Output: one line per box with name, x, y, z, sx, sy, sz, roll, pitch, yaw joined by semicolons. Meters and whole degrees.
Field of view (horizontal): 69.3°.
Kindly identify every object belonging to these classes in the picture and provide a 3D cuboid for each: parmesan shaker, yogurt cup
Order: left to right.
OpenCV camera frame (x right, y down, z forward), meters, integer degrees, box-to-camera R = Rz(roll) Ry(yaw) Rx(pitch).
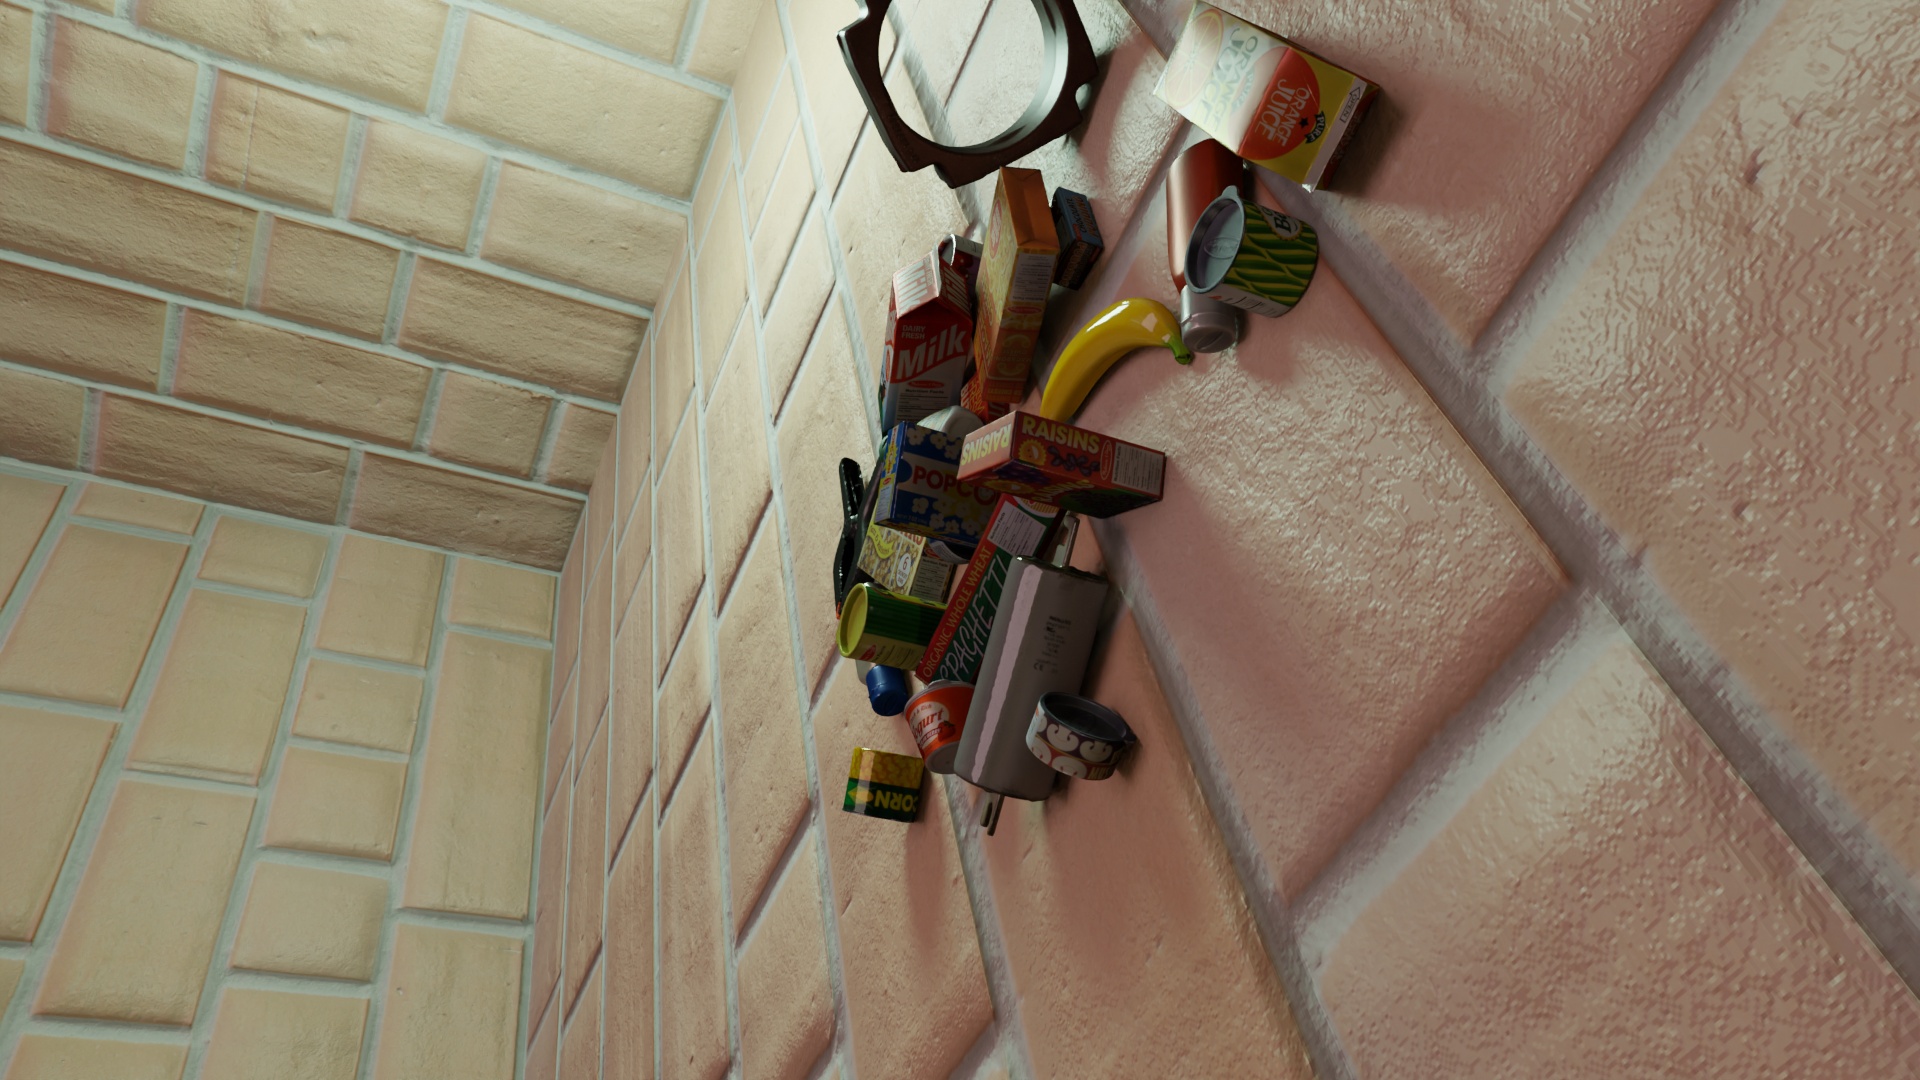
parmesan shaker;-0.050;0.082;1.235;0.071;0.103;0.071;-45;38;51
yogurt cup;-0.009;0.157;1.149;0.072;0.072;0.054;-56;38;40

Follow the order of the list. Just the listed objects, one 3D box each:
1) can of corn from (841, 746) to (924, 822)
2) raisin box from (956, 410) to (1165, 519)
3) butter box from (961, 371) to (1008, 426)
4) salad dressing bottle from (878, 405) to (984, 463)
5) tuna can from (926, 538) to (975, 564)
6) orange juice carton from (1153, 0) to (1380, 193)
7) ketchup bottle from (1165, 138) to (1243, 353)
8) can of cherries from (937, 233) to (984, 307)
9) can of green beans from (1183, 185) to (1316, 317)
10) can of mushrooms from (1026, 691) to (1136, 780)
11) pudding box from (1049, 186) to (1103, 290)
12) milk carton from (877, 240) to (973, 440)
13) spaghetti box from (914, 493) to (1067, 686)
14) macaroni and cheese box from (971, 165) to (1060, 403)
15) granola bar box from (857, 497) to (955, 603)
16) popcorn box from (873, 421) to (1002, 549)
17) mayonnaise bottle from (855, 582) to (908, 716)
can of corn;-0.067;0.219;1.245;0.071;0.071;0.058;-11;67;65
raisin box;0.072;-0.052;1.002;0.086;0.123;0.040;-18;61;64
butter box;0.022;-0.109;1.279;0.053;0.024;0.104;-44;38;50
salad dressing bottle;-0.030;-0.089;1.283;0.147;0.044;0.064;-6;52;62
tuna can;0.004;-0.015;1.213;0.032;0.071;0.071;158;122;-64
orange juice carton;0.202;-0.287;0.901;0.071;0.073;0.193;-65;25;24
ketchup bottle;0.170;-0.203;0.965;0.064;0.043;0.149;141;137;-57
can of cherries;0.005;-0.258;1.360;0.071;0.058;0.072;-45;38;50
can of green beans;0.187;-0.183;0.896;0.071;0.058;0.071;-45;38;51
can of mushrooms;0.082;0.135;0.950;0.033;0.071;0.071;-70;24;15
pudding box;0.092;-0.261;1.197;0.084;0.030;0.049;-100;31;-45
milk carton;-0.033;-0.187;1.321;0.189;0.073;0.073;101;166;-45
spaghetti box;0.031;0.027;1.141;0.029;0.050;0.248;-27;-33;-58
macaroni and cheese box;0.045;-0.222;1.217;0.165;0.040;0.124;103;166;-45
granola bar box;-0.044;-0.011;1.358;0.166;0.039;0.124;29;103;67
popcorn box;-0.004;-0.042;1.170;0.038;0.127;0.085;-15;64;62
mayonnaise bottle;-0.081;0.110;1.372;0.149;0.041;0.064;-107;37;-49
